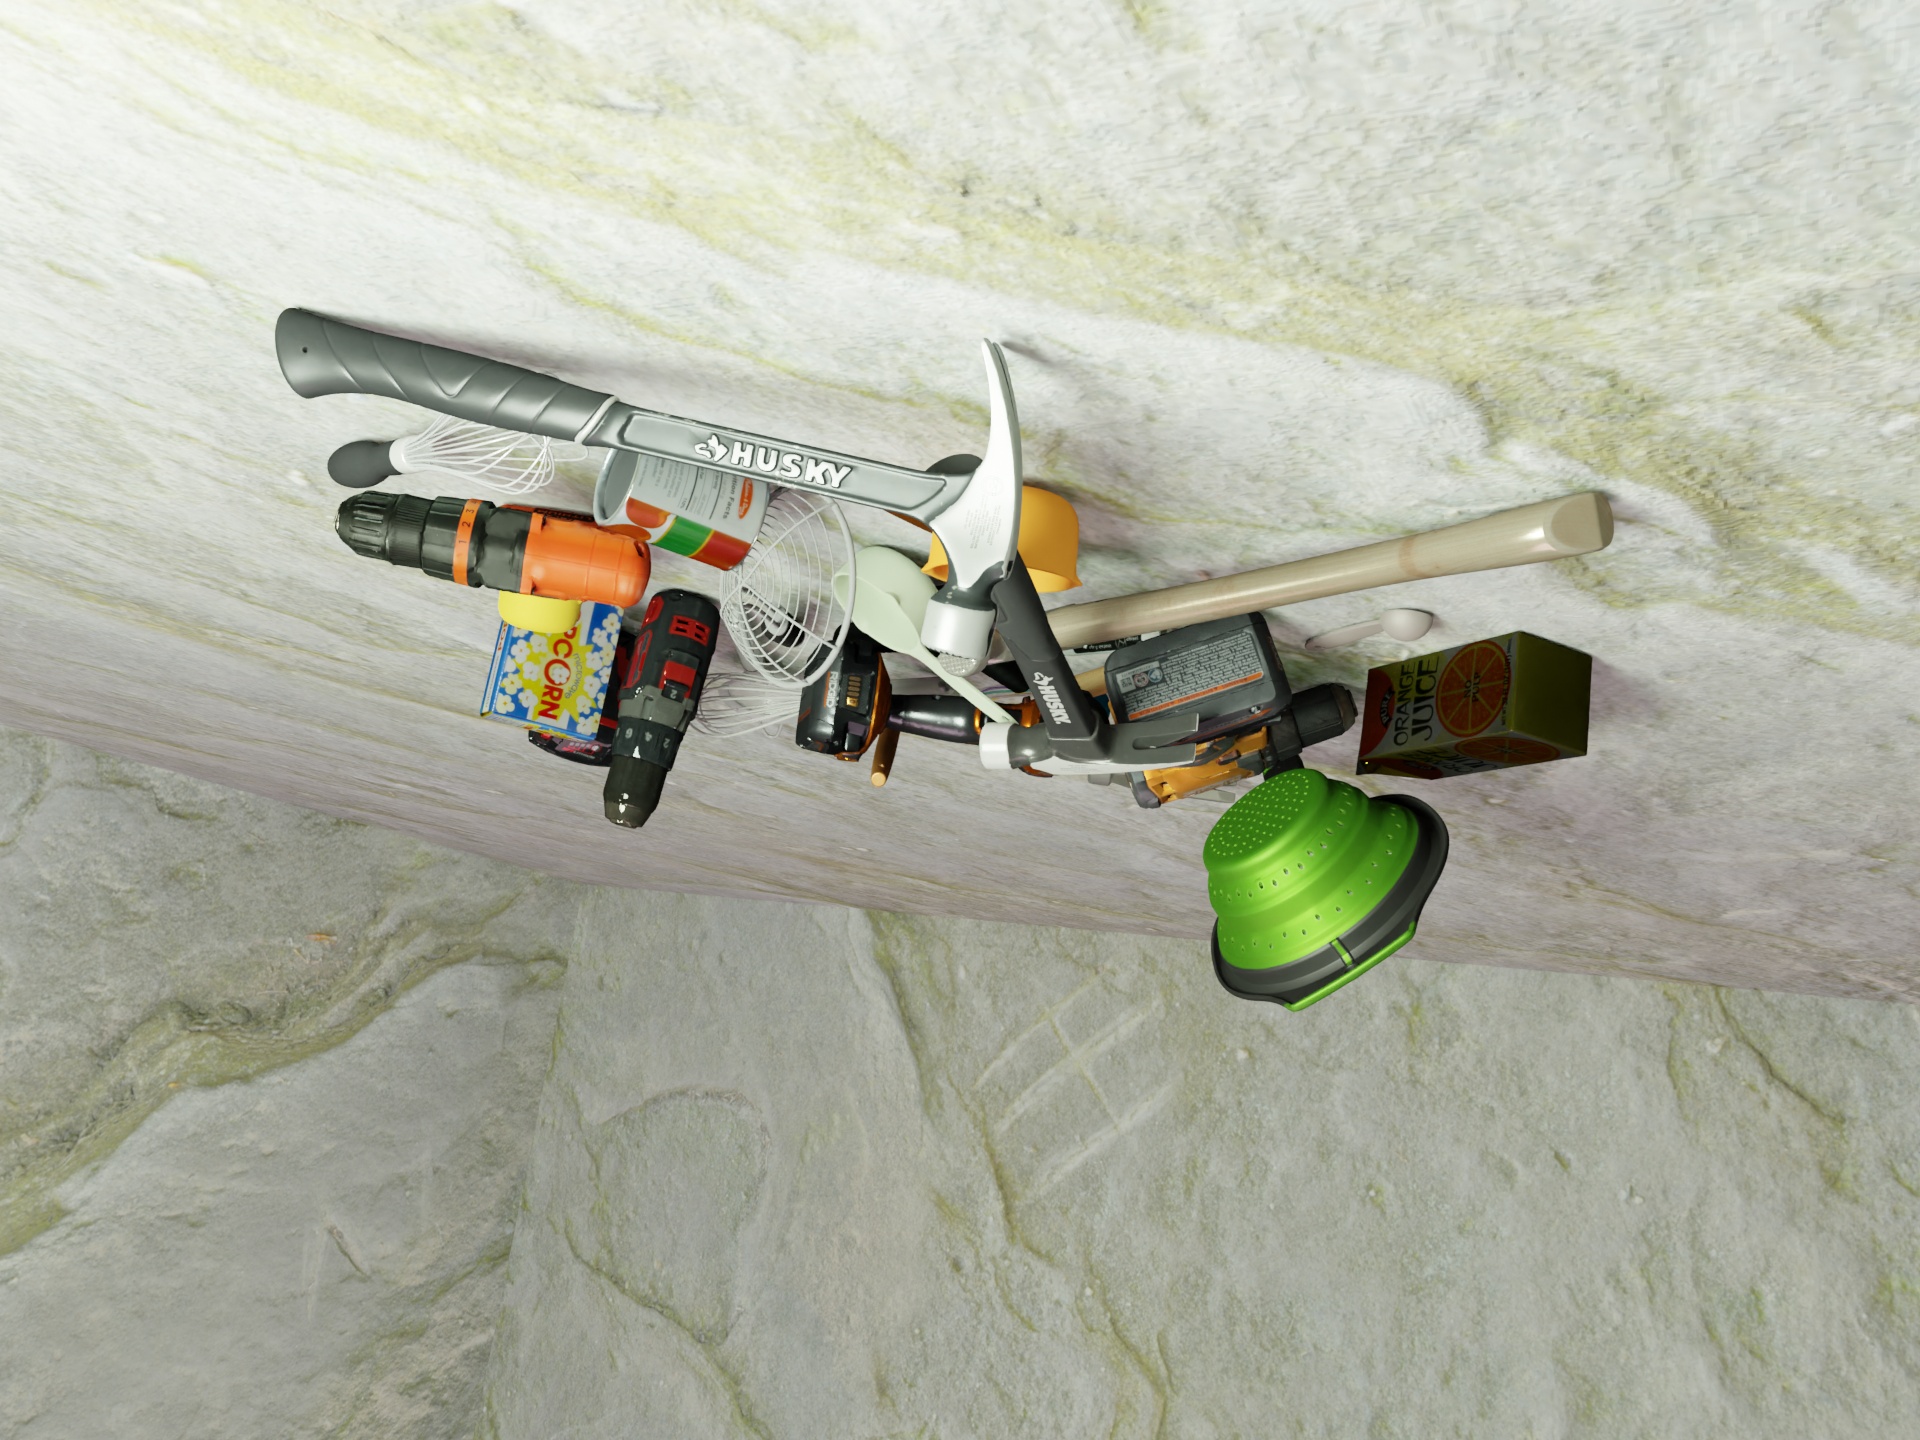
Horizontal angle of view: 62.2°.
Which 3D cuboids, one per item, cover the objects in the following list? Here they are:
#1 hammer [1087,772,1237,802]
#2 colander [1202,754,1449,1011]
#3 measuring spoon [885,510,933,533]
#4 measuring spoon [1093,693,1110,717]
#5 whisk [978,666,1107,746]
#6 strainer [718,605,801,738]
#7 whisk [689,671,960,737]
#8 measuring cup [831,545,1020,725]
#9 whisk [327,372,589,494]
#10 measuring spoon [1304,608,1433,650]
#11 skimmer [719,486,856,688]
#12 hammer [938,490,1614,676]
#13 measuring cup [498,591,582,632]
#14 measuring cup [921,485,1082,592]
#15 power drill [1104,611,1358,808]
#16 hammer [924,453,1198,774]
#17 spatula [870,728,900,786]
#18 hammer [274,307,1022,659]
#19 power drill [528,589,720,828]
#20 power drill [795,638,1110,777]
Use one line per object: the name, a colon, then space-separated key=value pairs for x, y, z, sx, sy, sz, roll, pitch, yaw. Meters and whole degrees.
hammer: x=0.195 y=0.021 z=1.434 sx=0.149 sy=0.037 sz=0.359 roll=7 pitch=167 yaw=4
colander: x=0.253 y=0.074 z=1.254 sx=0.094 sy=0.204 sz=0.397 roll=49 pitch=-164 yaw=-13
measuring spoon: x=-0.034 y=-0.133 z=0.984 sx=0.116 sy=0.011 sz=0.021 roll=24 pitch=159 yaw=-40
measuring spoon: x=0.135 y=0.008 z=1.366 sx=0.042 sy=0.021 sz=0.128 roll=25 pitch=162 yaw=52
whisk: x=0.068 y=-0.015 z=1.329 sx=0.047 sy=0.051 sz=0.245 roll=-17 pitch=180 yaw=-39
strainer: x=-0.175 y=-0.048 z=1.369 sx=0.087 sy=0.050 sz=0.258 roll=8 pitch=161 yaw=4
whisk: x=-0.117 y=-0.019 z=1.348 sx=0.246 sy=0.058 sz=0.059 roll=-4 pitch=154 yaw=-18
measuring cup: x=-0.013 y=-0.056 z=1.087 sx=0.167 sy=0.038 sz=0.083 roll=40 pitch=159 yaw=-7
whisk: x=-0.310 y=-0.160 z=0.943 sx=0.070 sy=0.070 sz=0.285 roll=21 pitch=168 yaw=-42
measuring spoon: x=0.276 y=-0.055 z=1.093 sx=0.034 sy=0.018 sz=0.124 roll=14 pitch=167 yaw=-22
skimmer: x=-0.106 y=-0.077 z=1.109 sx=0.090 sy=0.127 sz=0.363 roll=-2 pitch=177 yaw=0
hammer: x=0.183 y=-0.080 z=0.959 sx=0.411 sy=0.038 sz=0.146 roll=-9 pitch=-177 yaw=40
measuring cup: x=-0.290 y=-0.088 z=1.166 sx=0.062 sy=0.029 sz=0.156 roll=14 pitch=-169 yaw=4
measuring cup: x=0.030 y=-0.105 z=0.978 sx=0.095 sy=0.052 sz=0.173 roll=5 pitch=177 yaw=5
power drill: x=0.202 y=-0.006 z=1.169 sx=0.185 sy=0.084 sz=0.226 roll=-18 pitch=160 yaw=7
hammer: x=0.045 y=-0.049 z=0.925 sx=0.146 sy=0.035 sz=0.334 roll=0 pitch=154 yaw=18
spatula: x=-0.060 y=0.013 z=1.383 sx=0.081 sy=0.041 sz=0.323 roll=9 pitch=-165 yaw=-1
hammer: x=-0.163 y=-0.151 z=0.795 sx=0.409 sy=0.149 sz=0.036 roll=15 pitch=-171 yaw=12
power drill: x=-0.279 y=-0.004 z=1.307 sx=0.080 sy=0.188 sz=0.227 roll=21 pitch=166 yaw=-29
power drill: x=-0.002 y=-0.004 z=1.190 sx=0.226 sy=0.084 sz=0.164 roll=9 pitch=173 yaw=-10
